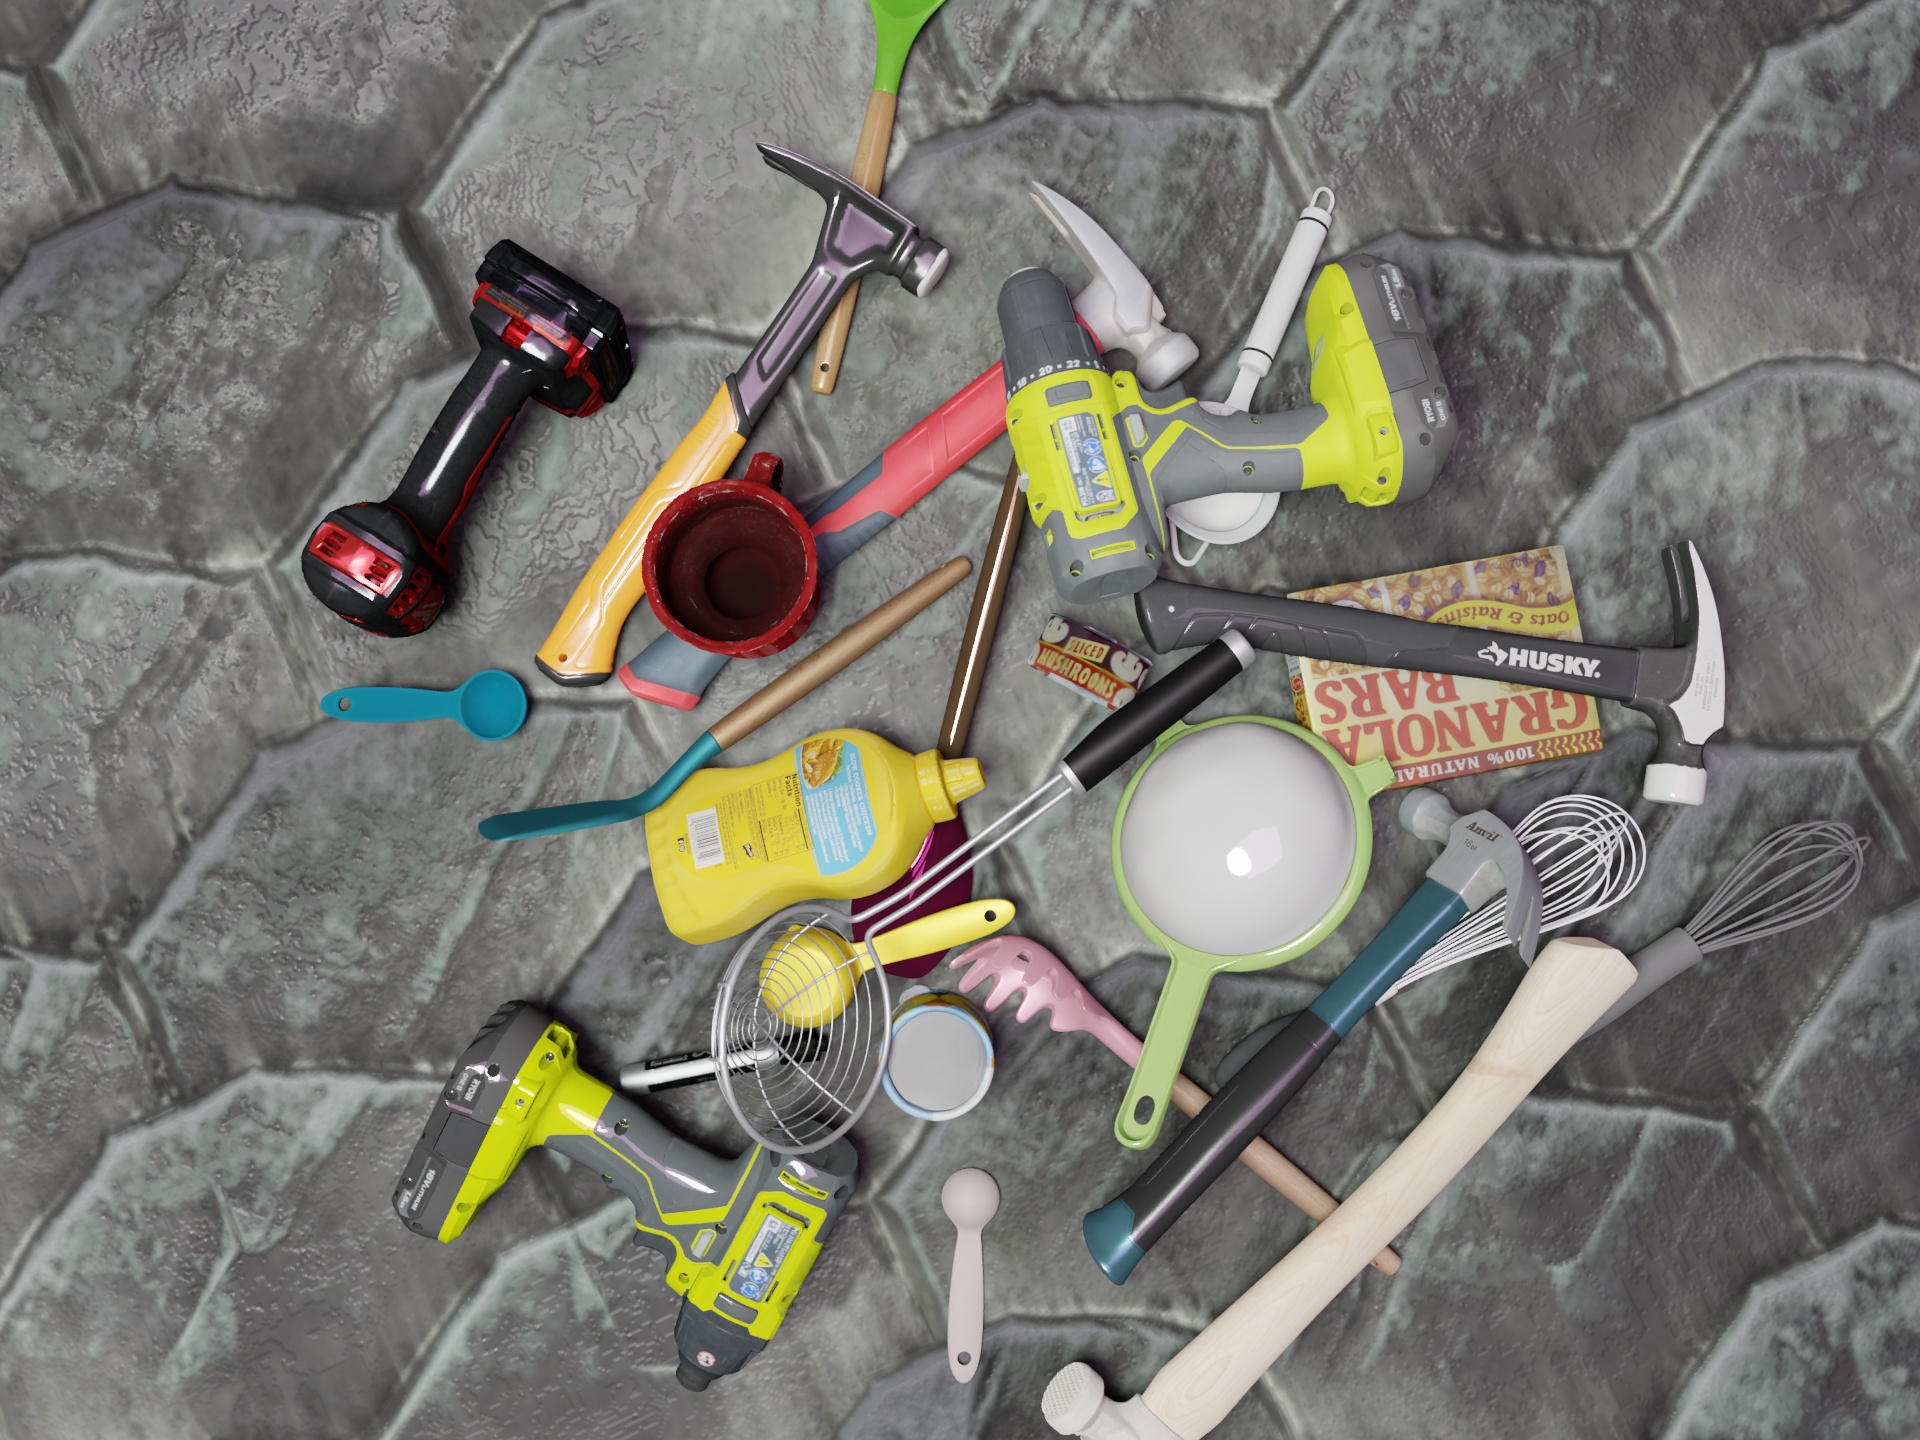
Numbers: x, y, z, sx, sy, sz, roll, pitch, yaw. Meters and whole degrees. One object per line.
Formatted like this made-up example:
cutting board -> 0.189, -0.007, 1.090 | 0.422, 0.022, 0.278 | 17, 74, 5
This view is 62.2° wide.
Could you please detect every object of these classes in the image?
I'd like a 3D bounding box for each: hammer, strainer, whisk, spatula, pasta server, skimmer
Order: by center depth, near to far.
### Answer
skimmer -> 0.023, 0.081, 0.839 | 0.363, 0.090, 0.127 | -37, 123, -2
strainer -> 0.128, 0.108, 0.871 | 0.151, 0.069, 0.256 | 15, 77, 28
hammer -> 0.190, 0.176, 0.875 | 0.331, 0.128, 0.033 | -45, 119, -5
hammer -> 0.263, -0.047, 0.899 | 0.335, 0.035, 0.146 | 8, 87, 0
hammer -> 0.237, 0.288, 0.901 | 0.146, 0.038, 0.410 | 44, 90, -10
spatula -> -0.124, -0.012, 0.903 | 0.317, 0.082, 0.044 | -36, 105, -15
whisk -> 0.268, 0.134, 0.923 | 0.284, 0.070, 0.070 | -33, 88, 3
pasta server -> 0.129, 0.225, 0.923 | 0.316, 0.060, 0.040 | 40, 58, -2
hammer -> -0.150, -0.168, 0.927 | 0.127, 0.034, 0.337 | 34, 91, 1
whisk -> 0.425, 0.131, 0.928 | 0.239, 0.055, 0.055 | -33, 88, 1
hammer -> -0.052, -0.150, 0.937 | 0.386, 0.038, 0.143 | -39, 87, -2
strainer -> 0.172, -0.204, 0.943 | 0.086, 0.050, 0.258 | 26, 81, -13

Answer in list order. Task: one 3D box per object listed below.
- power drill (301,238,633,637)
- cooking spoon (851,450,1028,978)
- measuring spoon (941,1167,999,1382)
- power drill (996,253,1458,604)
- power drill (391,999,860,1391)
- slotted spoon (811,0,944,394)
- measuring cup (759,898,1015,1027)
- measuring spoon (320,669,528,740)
power drill -> -0.276, -0.144, 0.889 | 0.078, 0.143, 0.220 | 32, 81, -4
cooking spoon -> -0.001, -0.003, 0.924 | 0.069, 0.017, 0.319 | 15, 95, 0
measuring spoon -> 0.004, 0.325, 0.925 | 0.034, 0.018, 0.124 | 2, 88, -1
power drill -> 0.137, -0.179, 0.880 | 0.228, 0.080, 0.191 | -13, 76, -3
power drill -> -0.190, 0.269, 0.891 | 0.223, 0.080, 0.171 | 28, 104, -2
slotted spoon -> -0.053, -0.349, 0.953 | 0.070, 0.031, 0.314 | 11, 89, 0
measuring cup -> -0.043, 0.134, 0.916 | 0.156, 0.029, 0.062 | -20, 92, 9
measuring spoon -> -0.314, -0.009, 0.941 | 0.128, 0.021, 0.042 | 1, 88, 8
